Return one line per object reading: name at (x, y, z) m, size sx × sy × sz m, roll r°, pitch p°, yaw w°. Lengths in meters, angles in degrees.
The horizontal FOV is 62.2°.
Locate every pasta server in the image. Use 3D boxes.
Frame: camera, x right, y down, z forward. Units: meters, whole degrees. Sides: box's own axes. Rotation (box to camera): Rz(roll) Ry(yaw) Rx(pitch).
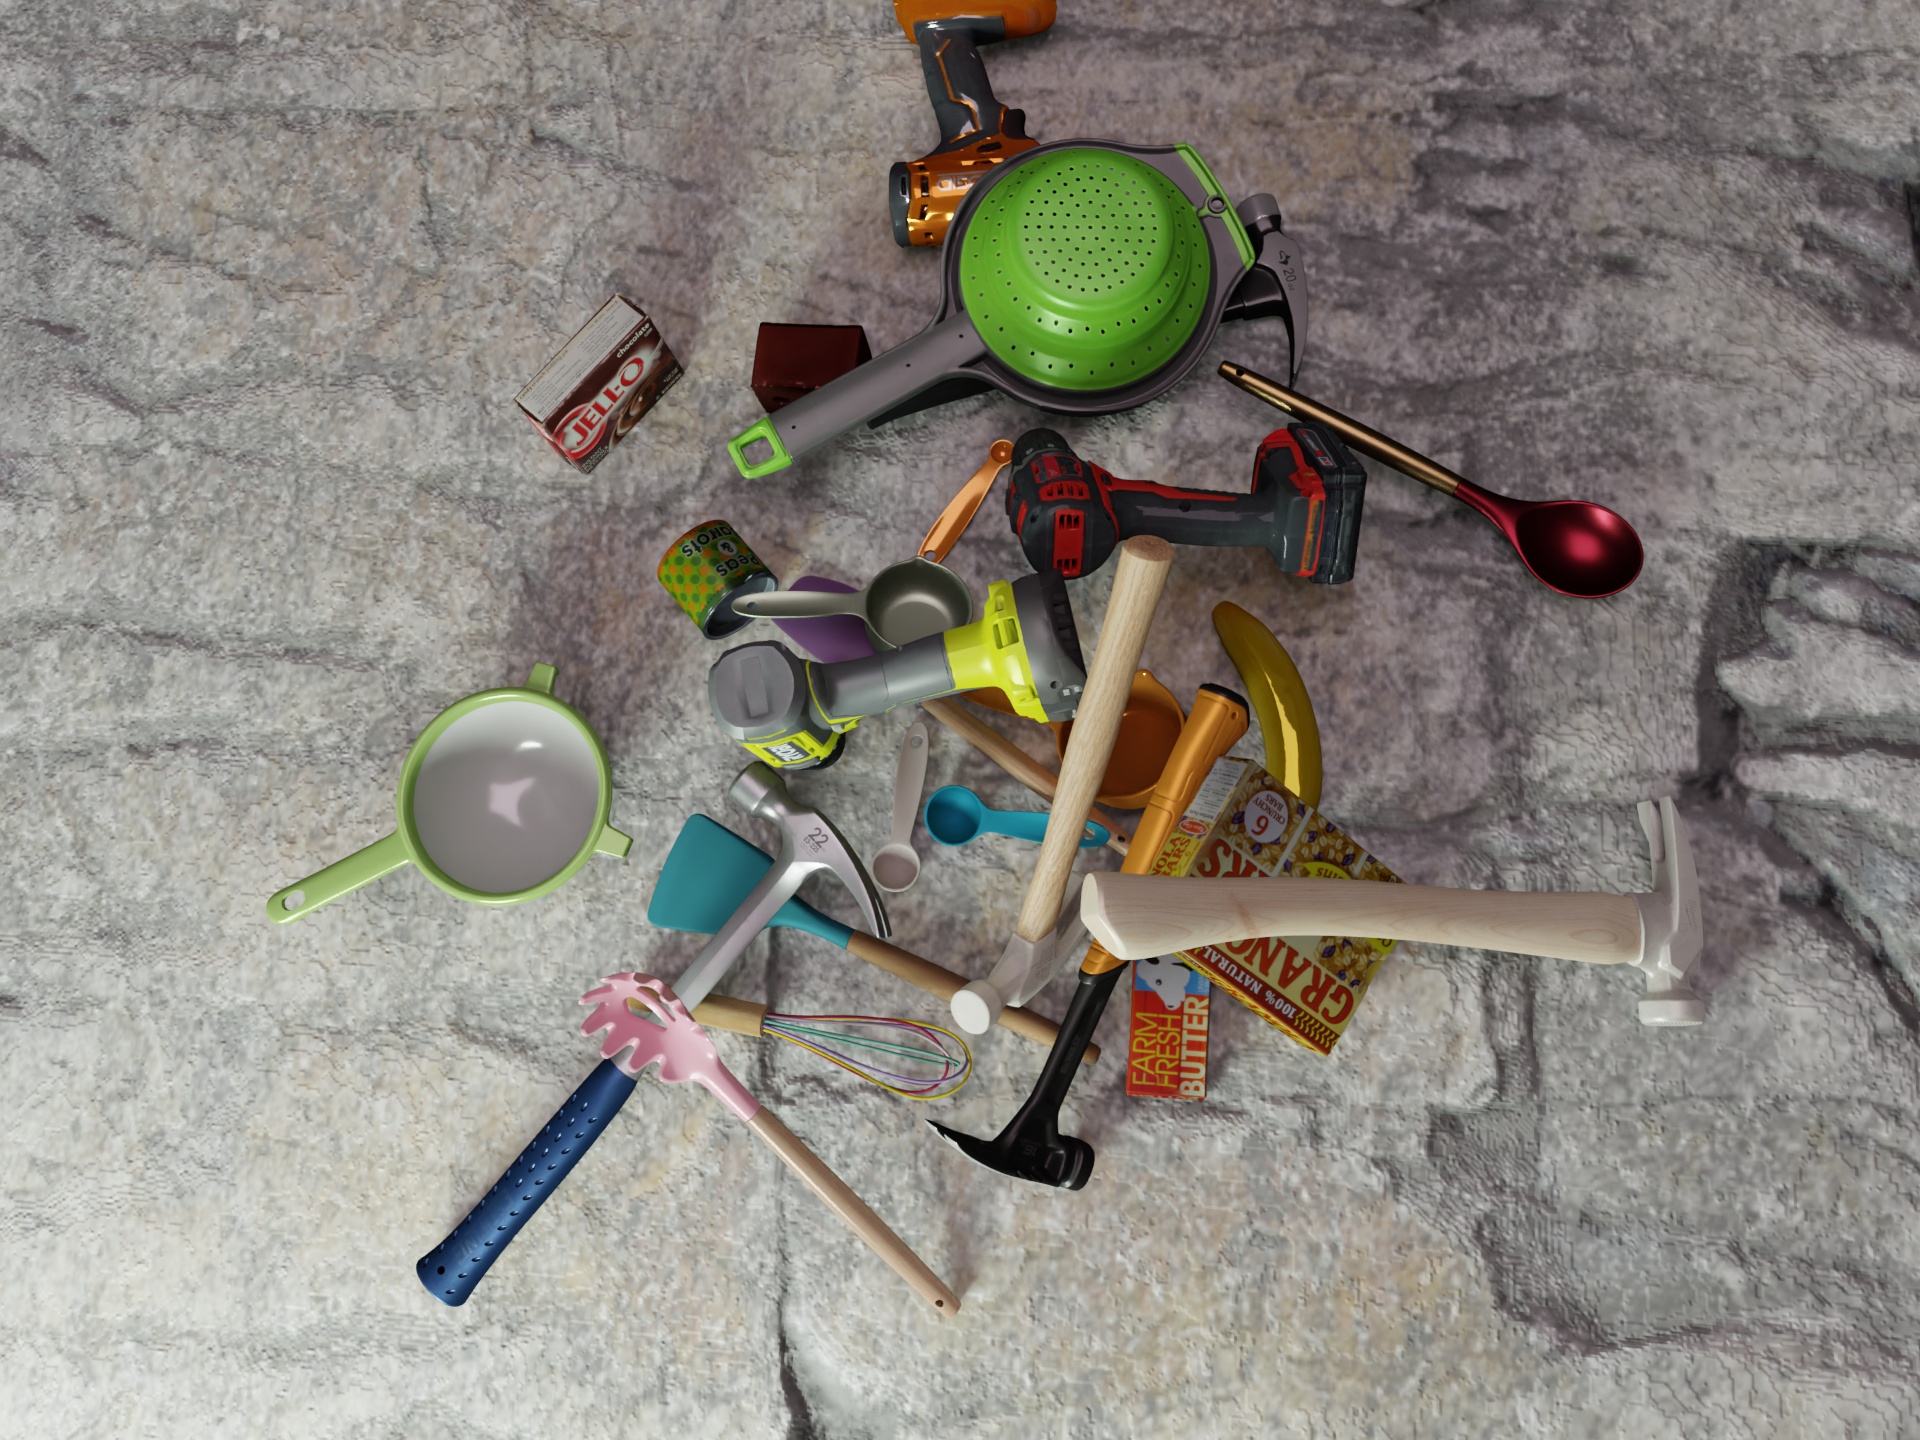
pasta server at (-0.114, 0.271, 1.005) m, size 0.060 × 0.040 × 0.316 m, roll -42°, pitch 96°, yaw 17°

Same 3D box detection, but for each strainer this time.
strainer at (-0.356, 0.080, 1.111) m, size 0.256 × 0.069 × 0.151 m, roll -27°, pitch 78°, yaw 1°

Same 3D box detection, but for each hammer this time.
hammer at (0.272, 0.108, 0.974) m, size 0.410 × 0.038 × 0.146 m, roll 4°, pitch 76°, yaw -15°
hammer at (-0.211, 0.225, 1.048) m, size 0.144 × 0.035 × 0.405 m, roll 41°, pitch 93°, yaw 12°
hammer at (0.090, -0.271, 1.159) m, size 0.335 × 0.035 × 0.146 m, roll -16°, pitch 75°, yaw 3°
hammer at (0.096, 0.130, 1.006) m, size 0.034 × 0.127 × 0.337 m, roll 21°, pitch 85°, yaw 52°
hammer at (0.074, 0.039, 0.977) m, size 0.031 × 0.130 × 0.331 m, roll 29°, pitch 123°, yaw 25°

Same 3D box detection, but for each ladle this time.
ladle at (0.319, -0.172, 1.098) m, size 0.315 × 0.031 × 0.069 m, roll 29°, pitch 81°, yaw 6°

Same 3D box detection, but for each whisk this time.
whisk at (-0.112, 0.210, 1.067) m, size 0.245 × 0.051 × 0.047 m, roll 10°, pitch 84°, yaw 12°

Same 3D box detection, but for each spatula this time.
spatula at (-0.002, -0.004, 1.116) m, size 0.316 × 0.018 × 0.060 m, roll 37°, pitch 76°, yaw 14°
spatula at (-0.054, 0.161, 1.070) m, size 0.317 × 0.044 × 0.082 m, roll 23°, pitch 88°, yaw 10°

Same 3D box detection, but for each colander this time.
colander at (0.015, -0.280, 1.087) m, size 0.397 × 0.094 × 0.204 m, roll -29°, pitch 84°, yaw -1°

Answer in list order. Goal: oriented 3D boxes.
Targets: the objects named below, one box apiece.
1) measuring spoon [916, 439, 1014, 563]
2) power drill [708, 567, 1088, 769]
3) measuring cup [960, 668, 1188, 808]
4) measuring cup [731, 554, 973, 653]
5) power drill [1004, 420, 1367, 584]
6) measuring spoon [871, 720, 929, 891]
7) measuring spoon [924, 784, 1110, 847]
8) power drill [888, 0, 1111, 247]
measuring spoon at (0.003, -0.154, 1.156) m, size 0.021 × 0.011 × 0.117 m, roll 34°, pitch 86°, yaw 13°
power drill at (-0.033, -0.020, 1.030) m, size 0.228 × 0.190 × 0.080 m, roll -13°, pitch 77°, yaw 5°
measuring cup at (0.078, 0.004, 1.092) m, size 0.174 × 0.052 × 0.095 m, roll 19°, pitch 81°, yaw 26°
measuring cup at (-0.075, -0.072, 1.116) m, size 0.167 × 0.038 × 0.083 m, roll 0°, pitch 62°, yaw -2°
power drill at (0.141, -0.155, 1.077) m, size 0.226 × 0.188 × 0.080 m, roll -1°, pitch 118°, yaw -3°
measuring spoon at (-0.037, 0.060, 1.109) m, size 0.034 × 0.018 × 0.124 m, roll 6°, pitch 71°, yaw 10°
measuring spoon at (0.039, 0.071, 1.090) m, size 0.128 × 0.021 × 0.042 m, roll 8°, pitch 89°, yaw 9°
power drill at (0.028, -0.469, 1.192) m, size 0.164 × 0.084 × 0.226 m, roll -2°, pitch 81°, yaw 6°
